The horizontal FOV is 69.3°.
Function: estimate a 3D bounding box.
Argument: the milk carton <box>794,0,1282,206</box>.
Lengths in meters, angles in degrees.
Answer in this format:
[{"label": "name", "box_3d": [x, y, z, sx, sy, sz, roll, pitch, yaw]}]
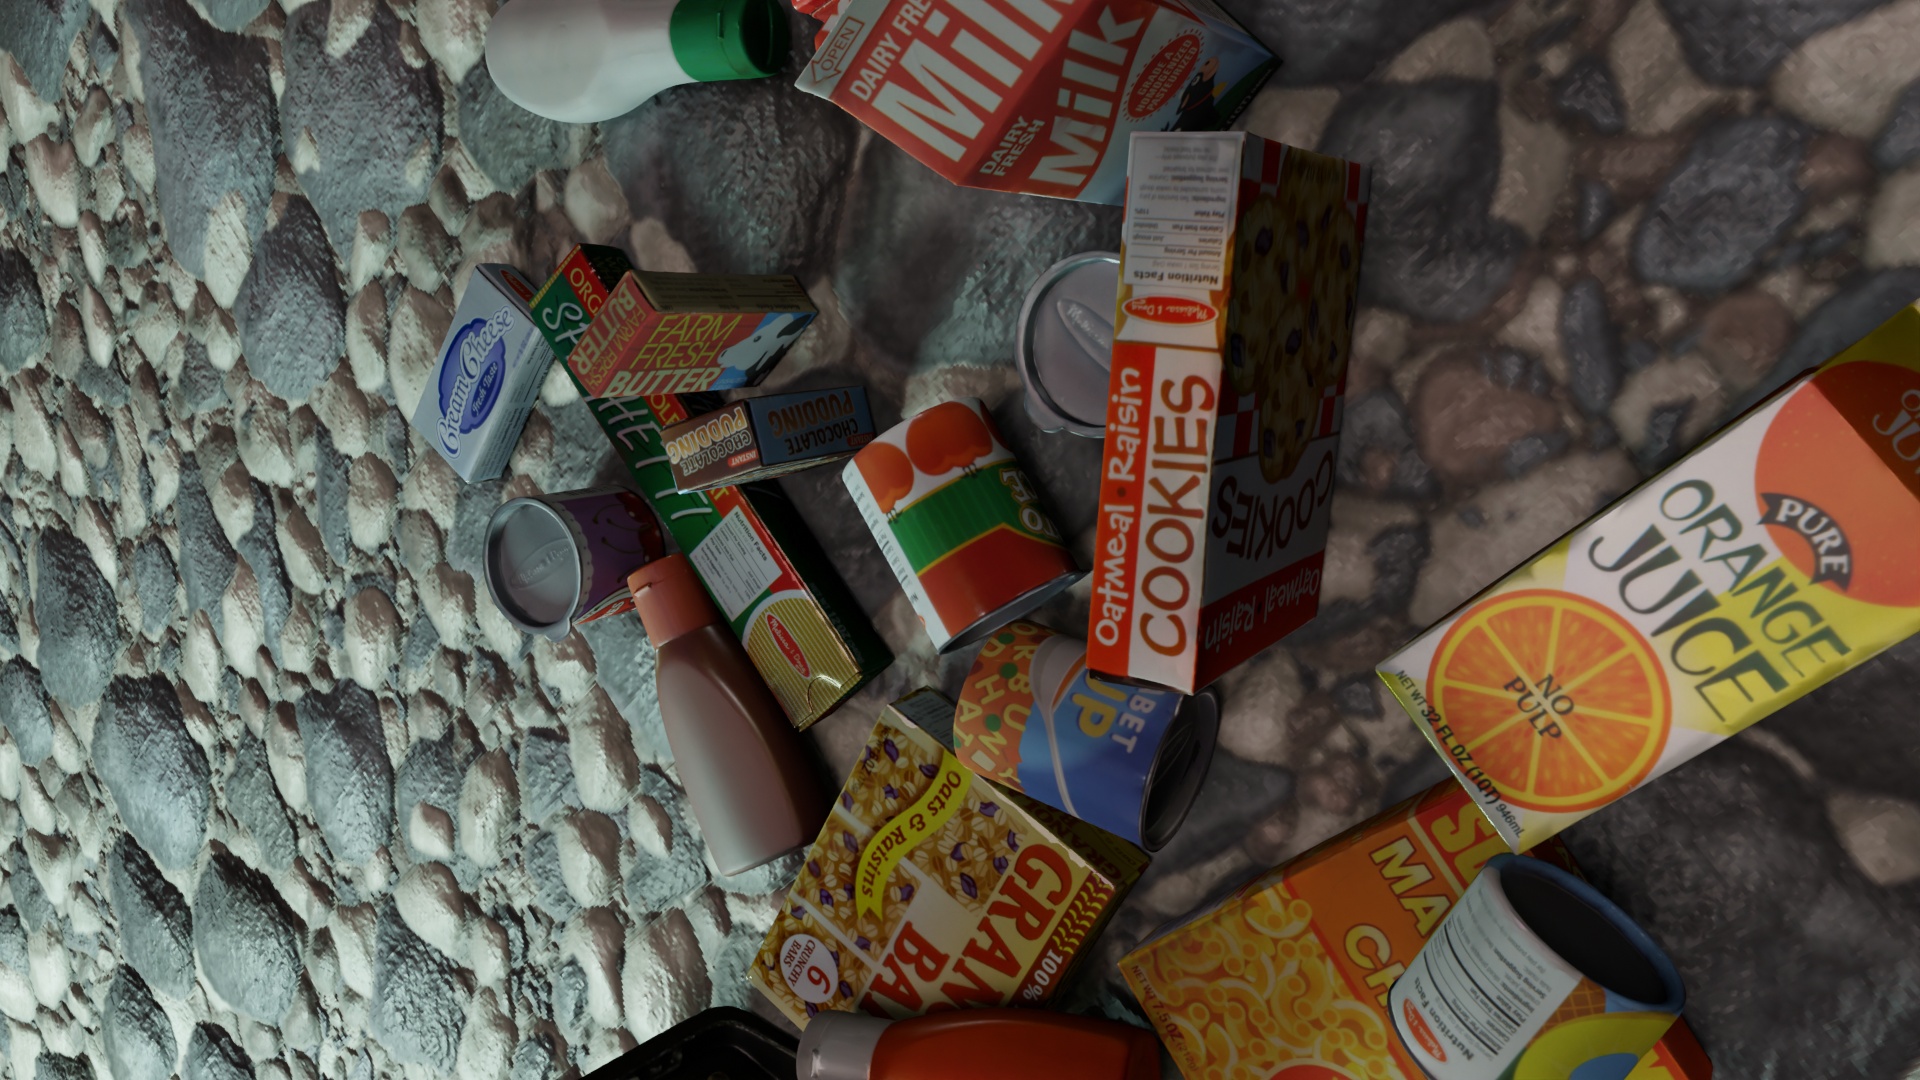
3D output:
[{"label": "milk carton", "box_3d": [0.025, -0.160, 0.444, 0.073, 0.191, 0.072, 49, 119, 16]}]

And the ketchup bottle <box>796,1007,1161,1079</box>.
[{"label": "ketchup bottle", "box_3d": [0.004, 0.217, 0.555, 0.149, 0.043, 0.065, -1, 80, 29]}]

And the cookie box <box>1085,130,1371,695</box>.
[{"label": "cookie box", "box_3d": [0.091, -0.044, 0.462, 0.040, 0.123, 0.167, 11, 104, 30]}]

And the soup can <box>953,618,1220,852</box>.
[{"label": "soup can", "box_3d": [0.049, 0.071, 0.539, 0.084, 0.071, 0.071, 19, 108, 28]}]

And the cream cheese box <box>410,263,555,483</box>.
[{"label": "cream cheese box", "box_3d": [-0.244, -0.085, 0.717, 0.053, 0.024, 0.103, 43, 117, 19]}]

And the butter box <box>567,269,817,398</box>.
[{"label": "butter box", "box_3d": [-0.112, -0.088, 0.590, 0.053, 0.104, 0.024, -46, 74, 29]}]

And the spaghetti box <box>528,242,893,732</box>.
[{"label": "spaghetti box", "box_3d": [-0.120, -0.030, 0.648, 0.050, 0.029, 0.250, -42, 76, 29]}]

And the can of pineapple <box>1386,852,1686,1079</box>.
[{"label": "can of pineapple", "box_3d": [0.176, 0.139, 0.426, 0.071, 0.071, 0.057, 36, 114, 21]}]

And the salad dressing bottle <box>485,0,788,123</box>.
[{"label": "salad dressing bottle", "box_3d": [-0.147, -0.223, 0.626, 0.147, 0.044, 0.064, 7, 99, 29]}]

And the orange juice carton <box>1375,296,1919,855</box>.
[{"label": "orange juice carton", "box_3d": [0.229, 0.010, 0.417, 0.192, 0.073, 0.072, -42, 76, 29]}]

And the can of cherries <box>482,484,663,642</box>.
[{"label": "can of cherries", "box_3d": [-0.188, 0.011, 0.678, 0.071, 0.058, 0.071, 5, 100, 30]}]

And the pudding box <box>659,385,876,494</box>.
[{"label": "pudding box", "box_3d": [-0.080, -0.044, 0.589, 0.049, 0.084, 0.030, -14, 91, 32]}]

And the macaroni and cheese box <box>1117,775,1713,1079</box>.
[{"label": "macaroni and cheese box", "box_3d": [0.157, 0.169, 0.505, 0.166, 0.040, 0.124, -38, 78, 30]}]

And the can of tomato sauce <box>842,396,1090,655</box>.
[{"label": "can of tomato sauce", "box_3d": [0.002, -0.007, 0.557, 0.071, 0.071, 0.083, -35, 79, 31]}]

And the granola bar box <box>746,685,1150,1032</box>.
[{"label": "granola bar box", "box_3d": [-0.010, 0.166, 0.606, 0.124, 0.039, 0.164, 36, 114, 21]}]

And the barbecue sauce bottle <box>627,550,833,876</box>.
[{"label": "barbecue sauce bottle", "box_3d": [-0.113, 0.079, 0.653, 0.064, 0.044, 0.148, -28, 83, 31]}]

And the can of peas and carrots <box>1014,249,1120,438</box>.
[{"label": "can of peas and carrots", "box_3d": [0.061, -0.071, 0.514, 0.071, 0.059, 0.070, 6, 101, 31]}]
